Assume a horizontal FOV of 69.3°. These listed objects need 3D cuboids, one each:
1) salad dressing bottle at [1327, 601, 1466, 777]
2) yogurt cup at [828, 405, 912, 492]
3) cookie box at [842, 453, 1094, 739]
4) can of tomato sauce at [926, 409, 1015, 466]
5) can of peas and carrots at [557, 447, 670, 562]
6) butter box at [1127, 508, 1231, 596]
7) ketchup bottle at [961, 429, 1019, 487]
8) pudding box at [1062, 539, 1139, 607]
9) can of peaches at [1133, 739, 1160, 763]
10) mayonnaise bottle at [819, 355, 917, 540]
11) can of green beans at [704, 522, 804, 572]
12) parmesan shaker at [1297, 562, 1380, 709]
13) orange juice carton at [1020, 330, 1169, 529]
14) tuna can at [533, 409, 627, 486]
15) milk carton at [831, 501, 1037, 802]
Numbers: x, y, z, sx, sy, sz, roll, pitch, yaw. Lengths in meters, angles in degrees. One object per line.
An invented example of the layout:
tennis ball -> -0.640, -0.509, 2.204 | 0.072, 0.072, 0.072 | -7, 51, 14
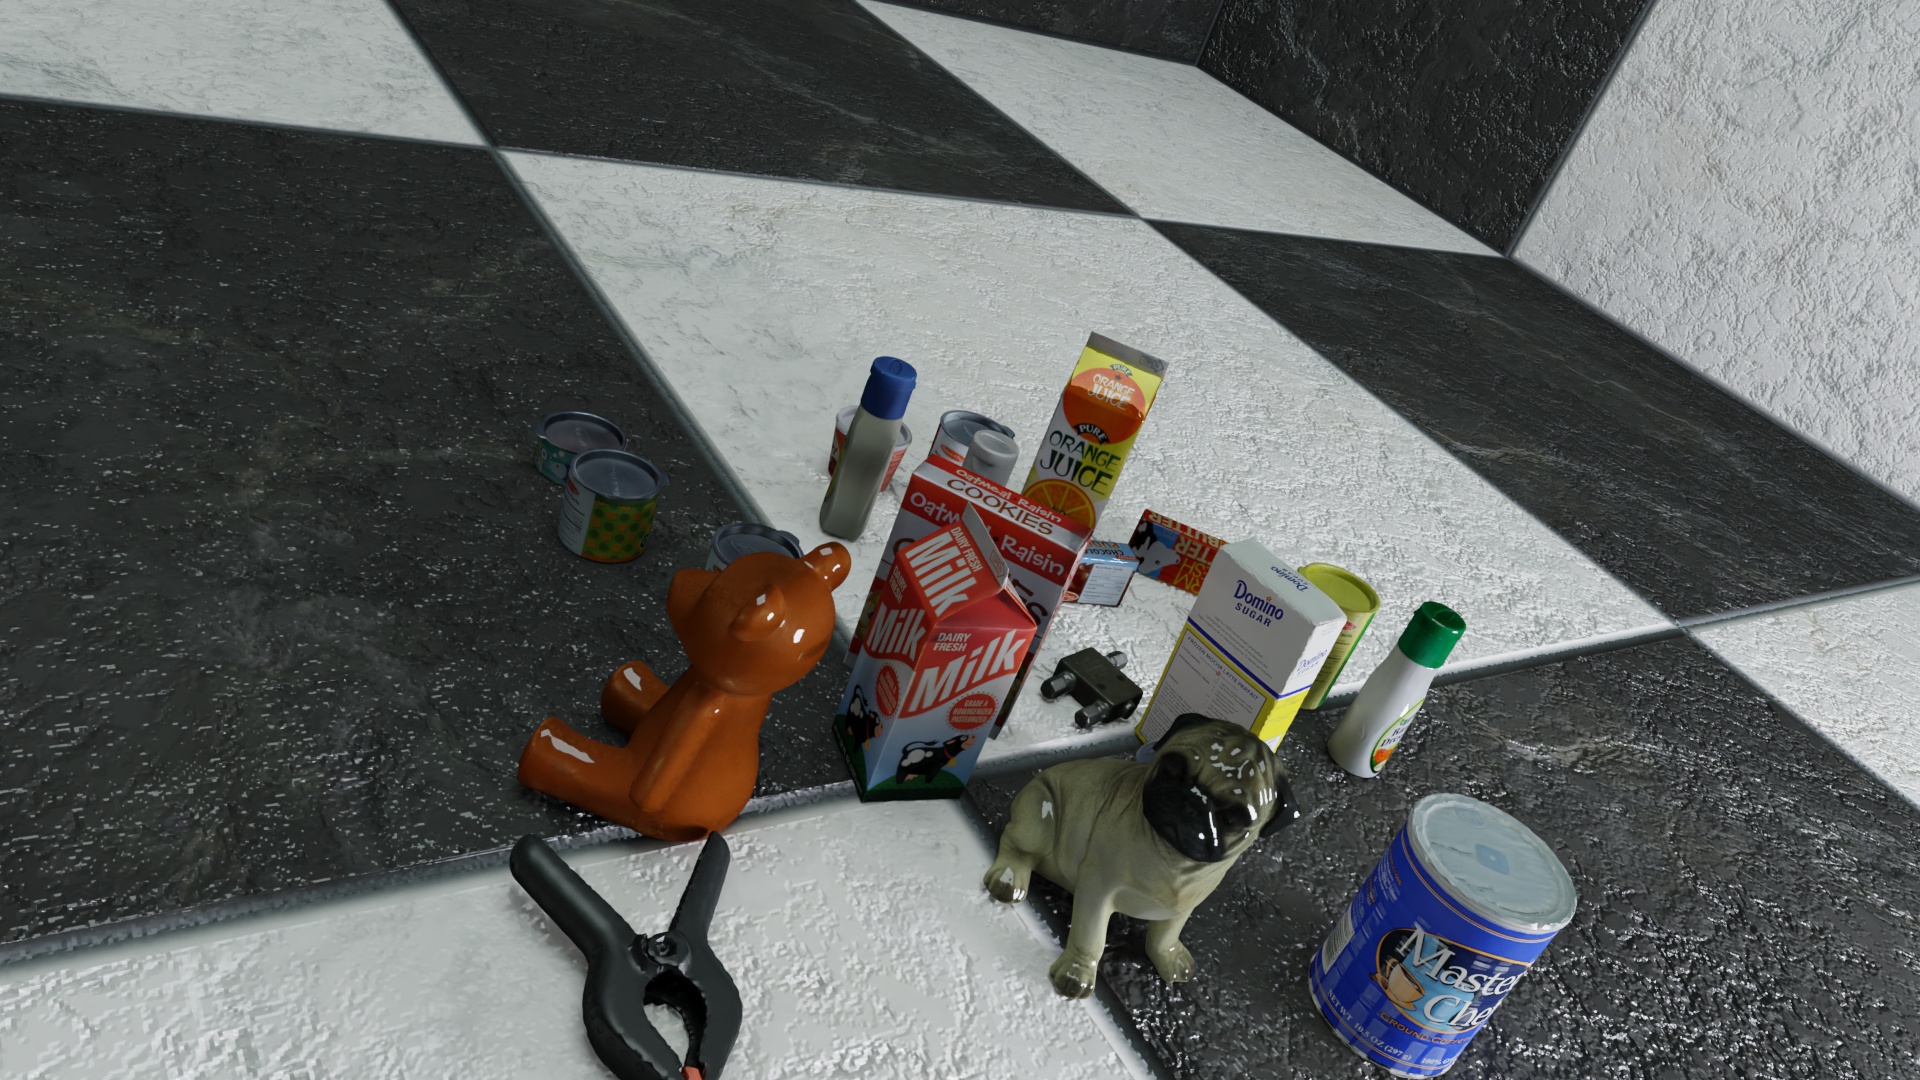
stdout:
salad dressing bottle -> 0.333, 0.114, 1.060 | 0.064, 0.147, 0.044 | -15, 46, -46
yogurt cup -> -0.081, -0.077, 1.198 | 0.072, 0.053, 0.073 | 16, 31, -10
cookie box -> 0.003, 0.039, 0.953 | 0.123, 0.166, 0.040 | 26, 30, 8
can of tomato sauce -> 0.003, -0.060, 1.195 | 0.071, 0.082, 0.071 | 16, 31, -10
can of peas and carrots -> -0.251, -0.025, 1.004 | 0.071, 0.058, 0.071 | 16, 31, -10
butter box -> 0.199, 0.016, 1.226 | 0.103, 0.052, 0.024 | 22, 30, 1
ketchup bottle -> 0.004, -0.013, 1.056 | 0.065, 0.148, 0.044 | 30, 31, 15
pudding box -> 0.101, 0.025, 1.153 | 0.084, 0.049, 0.030 | 6, 34, -25
can of peaches -> 0.137, 0.175, 0.928 | 0.071, 0.057, 0.071 | 16, 31, -10
mayonnaise bottle -> -0.074, -0.075, 1.107 | 0.041, 0.147, 0.065 | 18, 30, -7
can of green beans -> -0.149, 0.029, 0.982 | 0.071, 0.057, 0.071 | 16, 31, -10
parmesan shaker -> 0.286, 0.077, 1.134 | 0.071, 0.102, 0.071 | 16, 31, -10
orange juice carton -> 0.110, -0.083, 1.190 | 0.072, 0.191, 0.073 | 24, 30, 5
tuna can -> -0.296, -0.070, 1.073 | 0.071, 0.032, 0.071 | 16, 31, -10
milk carton -> -0.013, 0.072, 0.868 | 0.073, 0.189, 0.072 | 4, 34, -28
